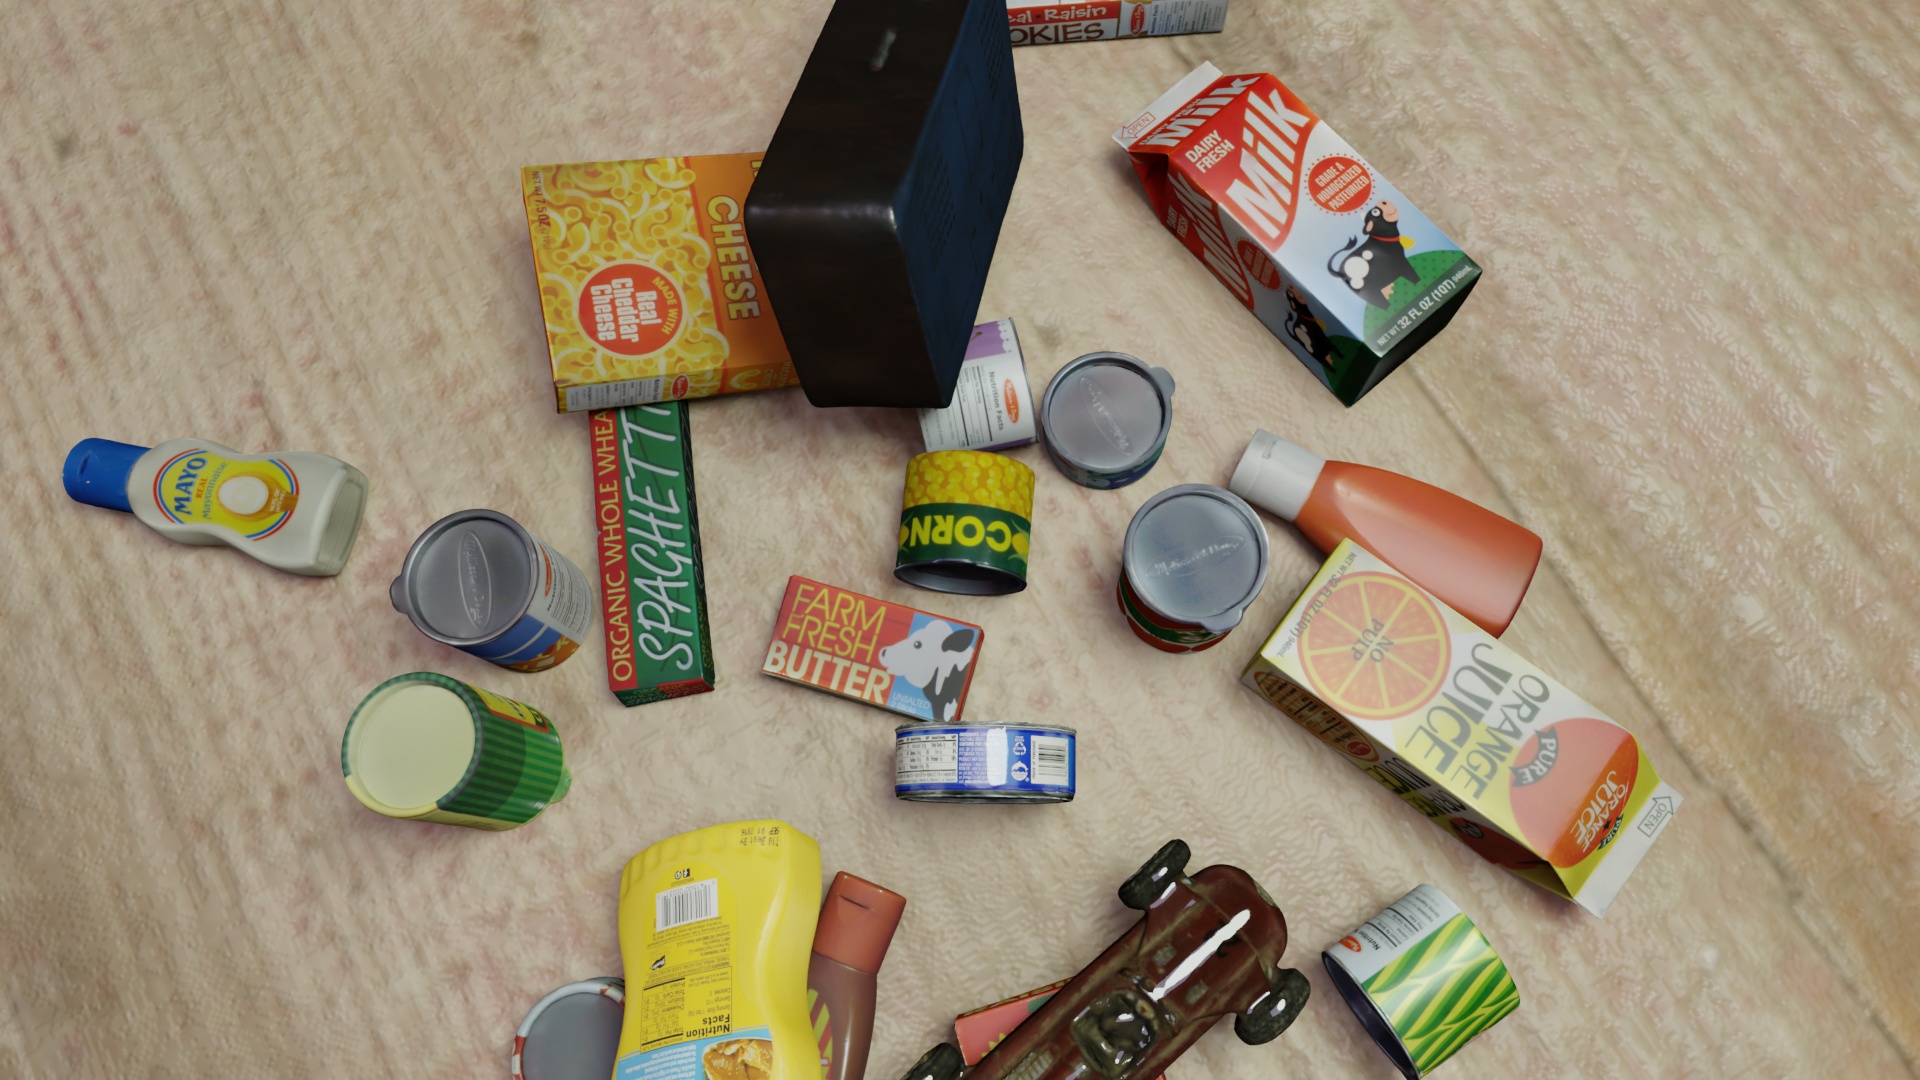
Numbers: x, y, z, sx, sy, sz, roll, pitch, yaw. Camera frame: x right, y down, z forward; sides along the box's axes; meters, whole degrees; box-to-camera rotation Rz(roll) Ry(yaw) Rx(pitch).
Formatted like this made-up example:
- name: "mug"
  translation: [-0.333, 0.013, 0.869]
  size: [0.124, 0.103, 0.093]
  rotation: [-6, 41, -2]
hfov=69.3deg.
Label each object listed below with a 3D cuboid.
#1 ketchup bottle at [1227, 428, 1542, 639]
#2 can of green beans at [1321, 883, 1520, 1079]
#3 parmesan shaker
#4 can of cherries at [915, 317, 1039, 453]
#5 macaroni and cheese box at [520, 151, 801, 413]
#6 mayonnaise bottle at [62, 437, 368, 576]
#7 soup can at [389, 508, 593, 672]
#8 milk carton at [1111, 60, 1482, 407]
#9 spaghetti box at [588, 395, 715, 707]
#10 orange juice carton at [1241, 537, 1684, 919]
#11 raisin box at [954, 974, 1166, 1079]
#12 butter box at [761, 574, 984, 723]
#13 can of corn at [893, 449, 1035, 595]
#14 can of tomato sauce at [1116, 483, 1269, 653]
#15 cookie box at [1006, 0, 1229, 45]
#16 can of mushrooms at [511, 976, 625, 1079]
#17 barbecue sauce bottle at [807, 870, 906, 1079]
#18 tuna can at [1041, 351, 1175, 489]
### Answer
- name: "ketchup bottle"
  translation: [0.207, -0.008, 0.690]
  size: [0.149, 0.043, 0.065]
  rotation: [28, 64, 11]
- name: "can of green beans"
  translation: [0.206, 0.197, 0.624]
  size: [0.058, 0.071, 0.071]
  rotation: [-33, 76, -6]
- name: "parmesan shaker"
  translation: [-0.234, 0.102, 0.657]
  size: [0.071, 0.103, 0.071]
  rotation: [-1, 75, 3]
- name: "can of cherries"
  translation: [0.005, -0.076, 0.713]
  size: [0.058, 0.071, 0.071]
  rotation: [-13, 75, 1]
- name: "macaroni and cheese box"
  translation: [-0.134, -0.139, 0.725]
  size: [0.167, 0.040, 0.124]
  rotation: [-9, 75, -17]
- name: "mayonnaise bottle"
  translation: [-0.394, -0.024, 0.732]
  size: [0.148, 0.041, 0.065]
  rotation: [11, 78, 6]
- name: "soup can"
  translation: [-0.229, 0.028, 0.687]
  size: [0.071, 0.083, 0.071]
  rotation: [-1, 75, 3]
- name: "milk carton"
  translation: [0.167, -0.168, 0.721]
  size: [0.072, 0.073, 0.191]
  rotation: [-39, 76, -7]
- name: "spaghetti box"
  translation: [-0.166, -0.040, 0.730]
  size: [0.050, 0.028, 0.250]
  rotation: [-9, 74, 1]
- name: "orange juice carton"
  translation: [0.233, 0.089, 0.648]
  size: [0.193, 0.073, 0.072]
  rotation: [36, 80, 11]
- name: "raisin box"
  translation: [0.055, 0.265, 0.629]
  size: [0.086, 0.040, 0.123]
  rotation: [-17, 76, -2]
- name: "butter box"
  translation: [-0.044, 0.056, 0.698]
  size: [0.103, 0.024, 0.053]
  rotation: [15, 77, 7]
- name: "can of corn"
  translation: [0.002, -0.009, 0.689]
  size: [0.071, 0.071, 0.058]
  rotation: [4, 75, 5]
- name: "can of tomato sauce"
  translation: [0.111, 0.017, 0.669]
  size: [0.071, 0.083, 0.071]
  rotation: [-1, 75, 3]
- name: "cookie box"
  translation: [0.062, -0.347, 0.794]
  size: [0.167, 0.040, 0.123]
  rotation: [-4, 75, 1]
- name: "can of mushrooms"
  translation: [-0.172, 0.242, 0.651]
  size: [0.071, 0.033, 0.071]
  rotation: [-1, 74, 3]
- name: "barbecue sauce bottle"
  translation: [-0.069, 0.230, 0.643]
  size: [0.065, 0.043, 0.149]
  rotation: [18, 76, 19]
- name: "tuna can"
  translation: [0.077, -0.063, 0.719]
  size: [0.071, 0.032, 0.071]
  rotation: [-1, 75, 3]
